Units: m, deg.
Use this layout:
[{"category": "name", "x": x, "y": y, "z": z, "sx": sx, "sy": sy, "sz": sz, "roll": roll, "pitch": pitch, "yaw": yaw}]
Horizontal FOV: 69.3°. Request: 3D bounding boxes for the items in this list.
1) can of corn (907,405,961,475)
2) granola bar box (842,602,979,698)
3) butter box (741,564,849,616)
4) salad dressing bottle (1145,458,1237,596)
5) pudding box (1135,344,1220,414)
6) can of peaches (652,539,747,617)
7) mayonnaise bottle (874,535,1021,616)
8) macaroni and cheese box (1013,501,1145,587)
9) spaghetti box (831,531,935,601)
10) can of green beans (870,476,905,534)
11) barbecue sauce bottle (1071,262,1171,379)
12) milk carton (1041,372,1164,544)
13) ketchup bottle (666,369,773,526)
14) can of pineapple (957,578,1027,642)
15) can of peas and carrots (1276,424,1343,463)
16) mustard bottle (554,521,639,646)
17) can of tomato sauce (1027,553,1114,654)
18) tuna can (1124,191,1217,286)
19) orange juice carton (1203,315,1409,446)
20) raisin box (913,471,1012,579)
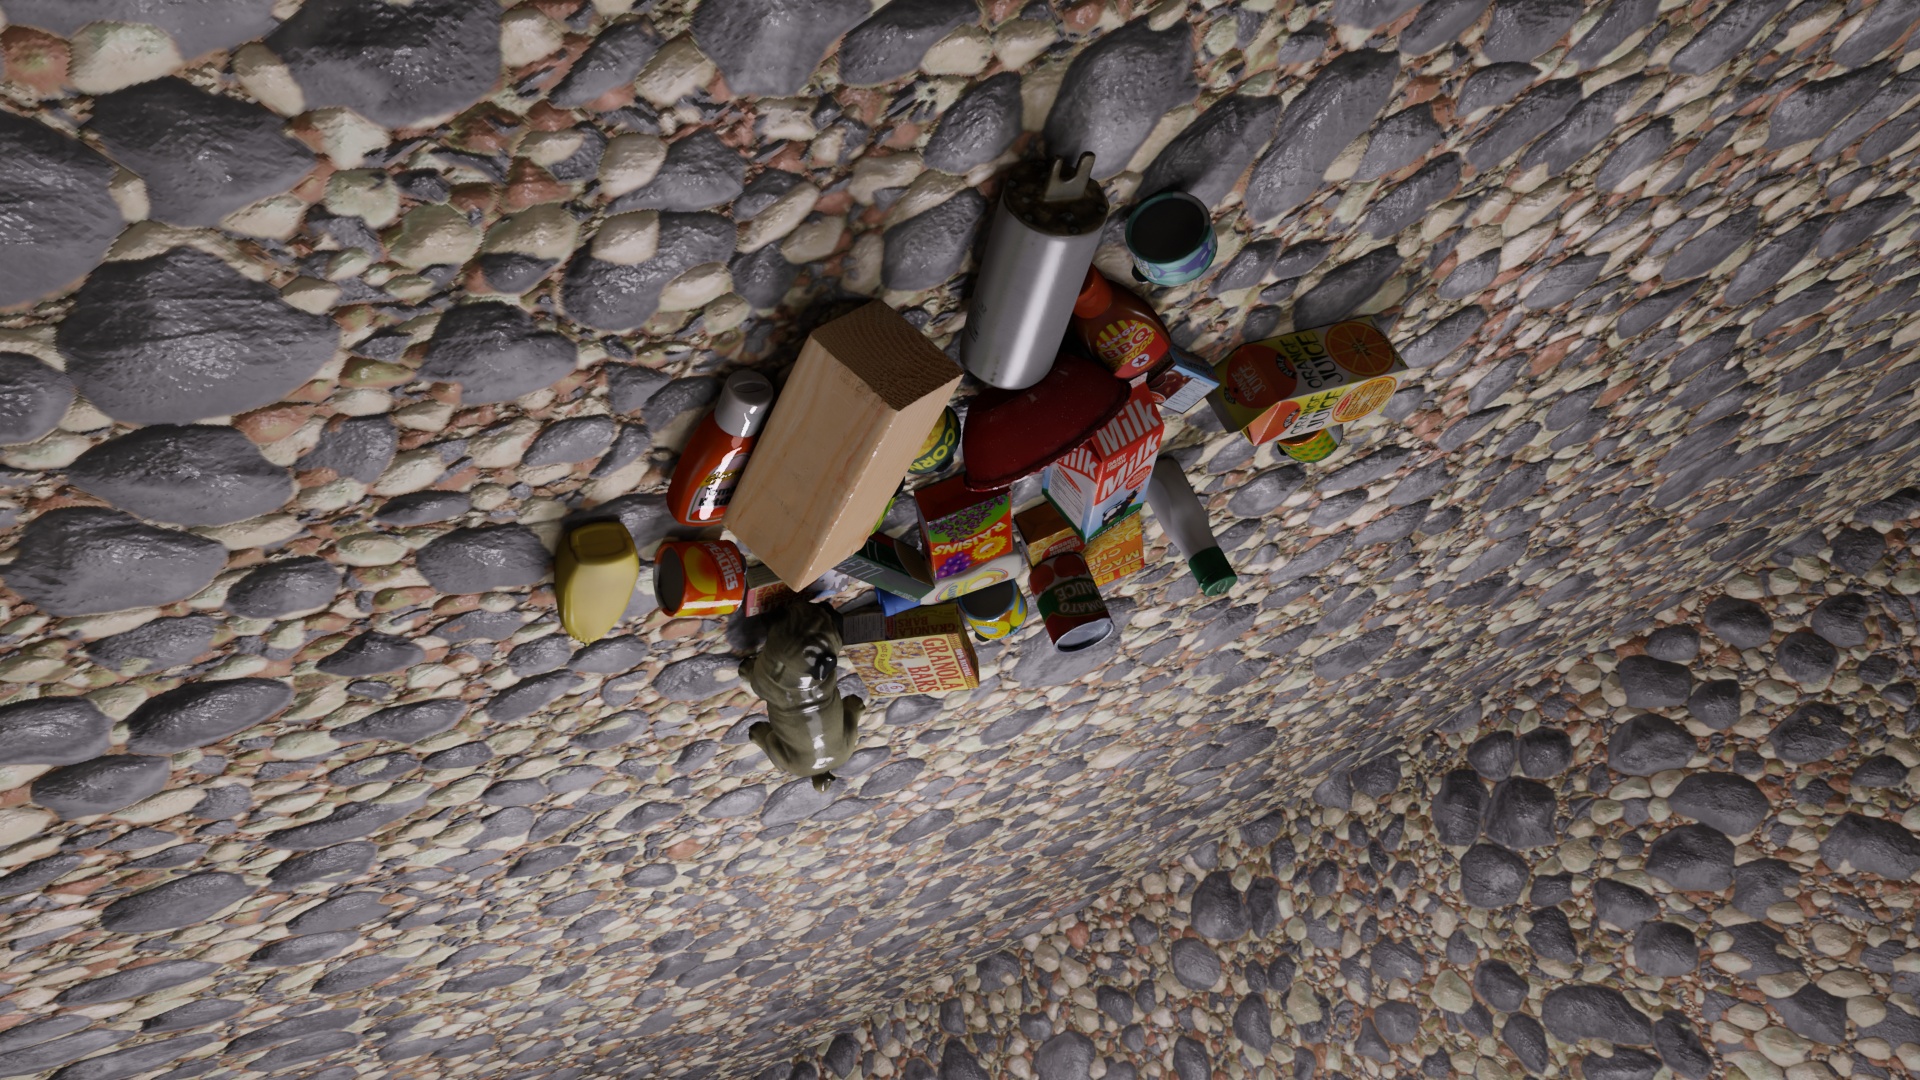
[{"category": "can of corn", "x": -0.040, "y": -0.092, "z": 1.128, "sx": 0.071, "sy": 0.071, "sz": 0.058, "roll": -31, "pitch": 151, "yaw": 12}, {"category": "granola bar box", "x": -0.052, "y": 0.120, "z": 1.497, "sx": 0.124, "sy": 0.039, "sz": 0.165, "roll": -7, "pitch": 154, "yaw": 6}, {"category": "butter box", "x": -0.157, "y": 0.038, "z": 1.317, "sx": 0.104, "sy": 0.024, "sz": 0.052, "roll": -14, "pitch": 151, "yaw": -20}, {"category": "salad dressing bottle", "x": 0.231, "y": -0.013, "z": 1.406, "sx": 0.044, "sy": 0.148, "sz": 0.064, "roll": -19, "pitch": 153, "yaw": -11}, {"category": "pudding box", "x": 0.194, "y": -0.148, "z": 1.265, "sx": 0.049, "sy": 0.030, "sz": 0.084, "roll": -39, "pitch": 150, "yaw": 28}, {"category": "can of peaches", "x": -0.226, "y": 0.032, "z": 1.201, "sx": 0.058, "sy": 0.071, "sz": 0.071, "roll": -1, "pitch": 145, "yaw": -36}, {"category": "mayonnaise bottle", "x": -0.012, "y": 0.037, "z": 1.414, "sx": 0.148, "sy": 0.041, "sz": 0.064, "roll": -19, "pitch": 157, "yaw": -12}, {"category": "macaroni and cheese box", "x": 0.129, "y": 0.002, "z": 1.469, "sx": 0.124, "sy": 0.040, "sz": 0.166, "roll": -23, "pitch": 153, "yaw": -1}, {"category": "spaghetti box", "x": -0.104, "y": 0.006, "z": 1.274, "sx": 0.028, "sy": 0.050, "sz": 0.250, "roll": -36, "pitch": 151, "yaw": 17}, {"category": "can of green beans", "x": -0.088, "y": -0.043, "z": 1.181, "sx": 0.071, "sy": 0.071, "sz": 0.057, "roll": -6, "pitch": 148, "yaw": -32}, {"category": "barbecue sauce bottle", "x": 0.120, "y": -0.182, "z": 1.129, "sx": 0.065, "sy": 0.044, "sz": 0.148, "roll": -32, "pitch": 152, "yaw": 15}, {"category": "milk carton", "x": 0.129, "y": -0.083, "z": 1.264, "sx": 0.072, "sy": 0.073, "sz": 0.189, "roll": -32, "pitch": 157, "yaw": -17}, {"category": "ketchup bottle", "x": -0.183, "y": -0.071, "z": 1.078, "sx": 0.065, "sy": 0.043, "sz": 0.148, "roll": -13, "pitch": 151, "yaw": -34}, {"category": "can of pineapple", "x": 0.034, "y": 0.067, "z": 1.476, "sx": 0.071, "sy": 0.071, "sz": 0.057, "roll": -26, "pitch": 152, "yaw": 2}, {"category": "can of peas and carrots", "x": 0.346, "y": -0.117, "z": 1.406, "sx": 0.071, "sy": 0.071, "sz": 0.058, "roll": -33, "pitch": 151, "yaw": 16}, {"category": "mustard bottle", "x": -0.313, "y": 0.045, "z": 1.173, "sx": 0.065, "sy": 0.049, "sz": 0.159, "roll": -9, "pitch": 150, "yaw": -28}, {"category": "can of tomato sauce", "x": 0.113, "y": 0.064, "z": 1.429, "sx": 0.071, "sy": 0.083, "sz": 0.071, "roll": -17, "pitch": 152, "yaw": -9}, {"category": "tuna can", "x": 0.157, "y": -0.227, "z": 1.052, "sx": 0.071, "sy": 0.071, "sz": 0.032, "roll": -28, "pitch": 151, "yaw": 7}, {"category": "orange juice carton", "x": 0.320, "y": -0.148, "z": 1.322, "sx": 0.193, "sy": 0.072, "sz": 0.072, "roll": -15, "pitch": 151, "yaw": -19}, {"category": "raisin box", "x": 0.005, "y": -0.017, "z": 1.335, "sx": 0.086, "sy": 0.040, "sz": 0.123, "roll": -21, "pitch": 154, "yaw": -8}]
